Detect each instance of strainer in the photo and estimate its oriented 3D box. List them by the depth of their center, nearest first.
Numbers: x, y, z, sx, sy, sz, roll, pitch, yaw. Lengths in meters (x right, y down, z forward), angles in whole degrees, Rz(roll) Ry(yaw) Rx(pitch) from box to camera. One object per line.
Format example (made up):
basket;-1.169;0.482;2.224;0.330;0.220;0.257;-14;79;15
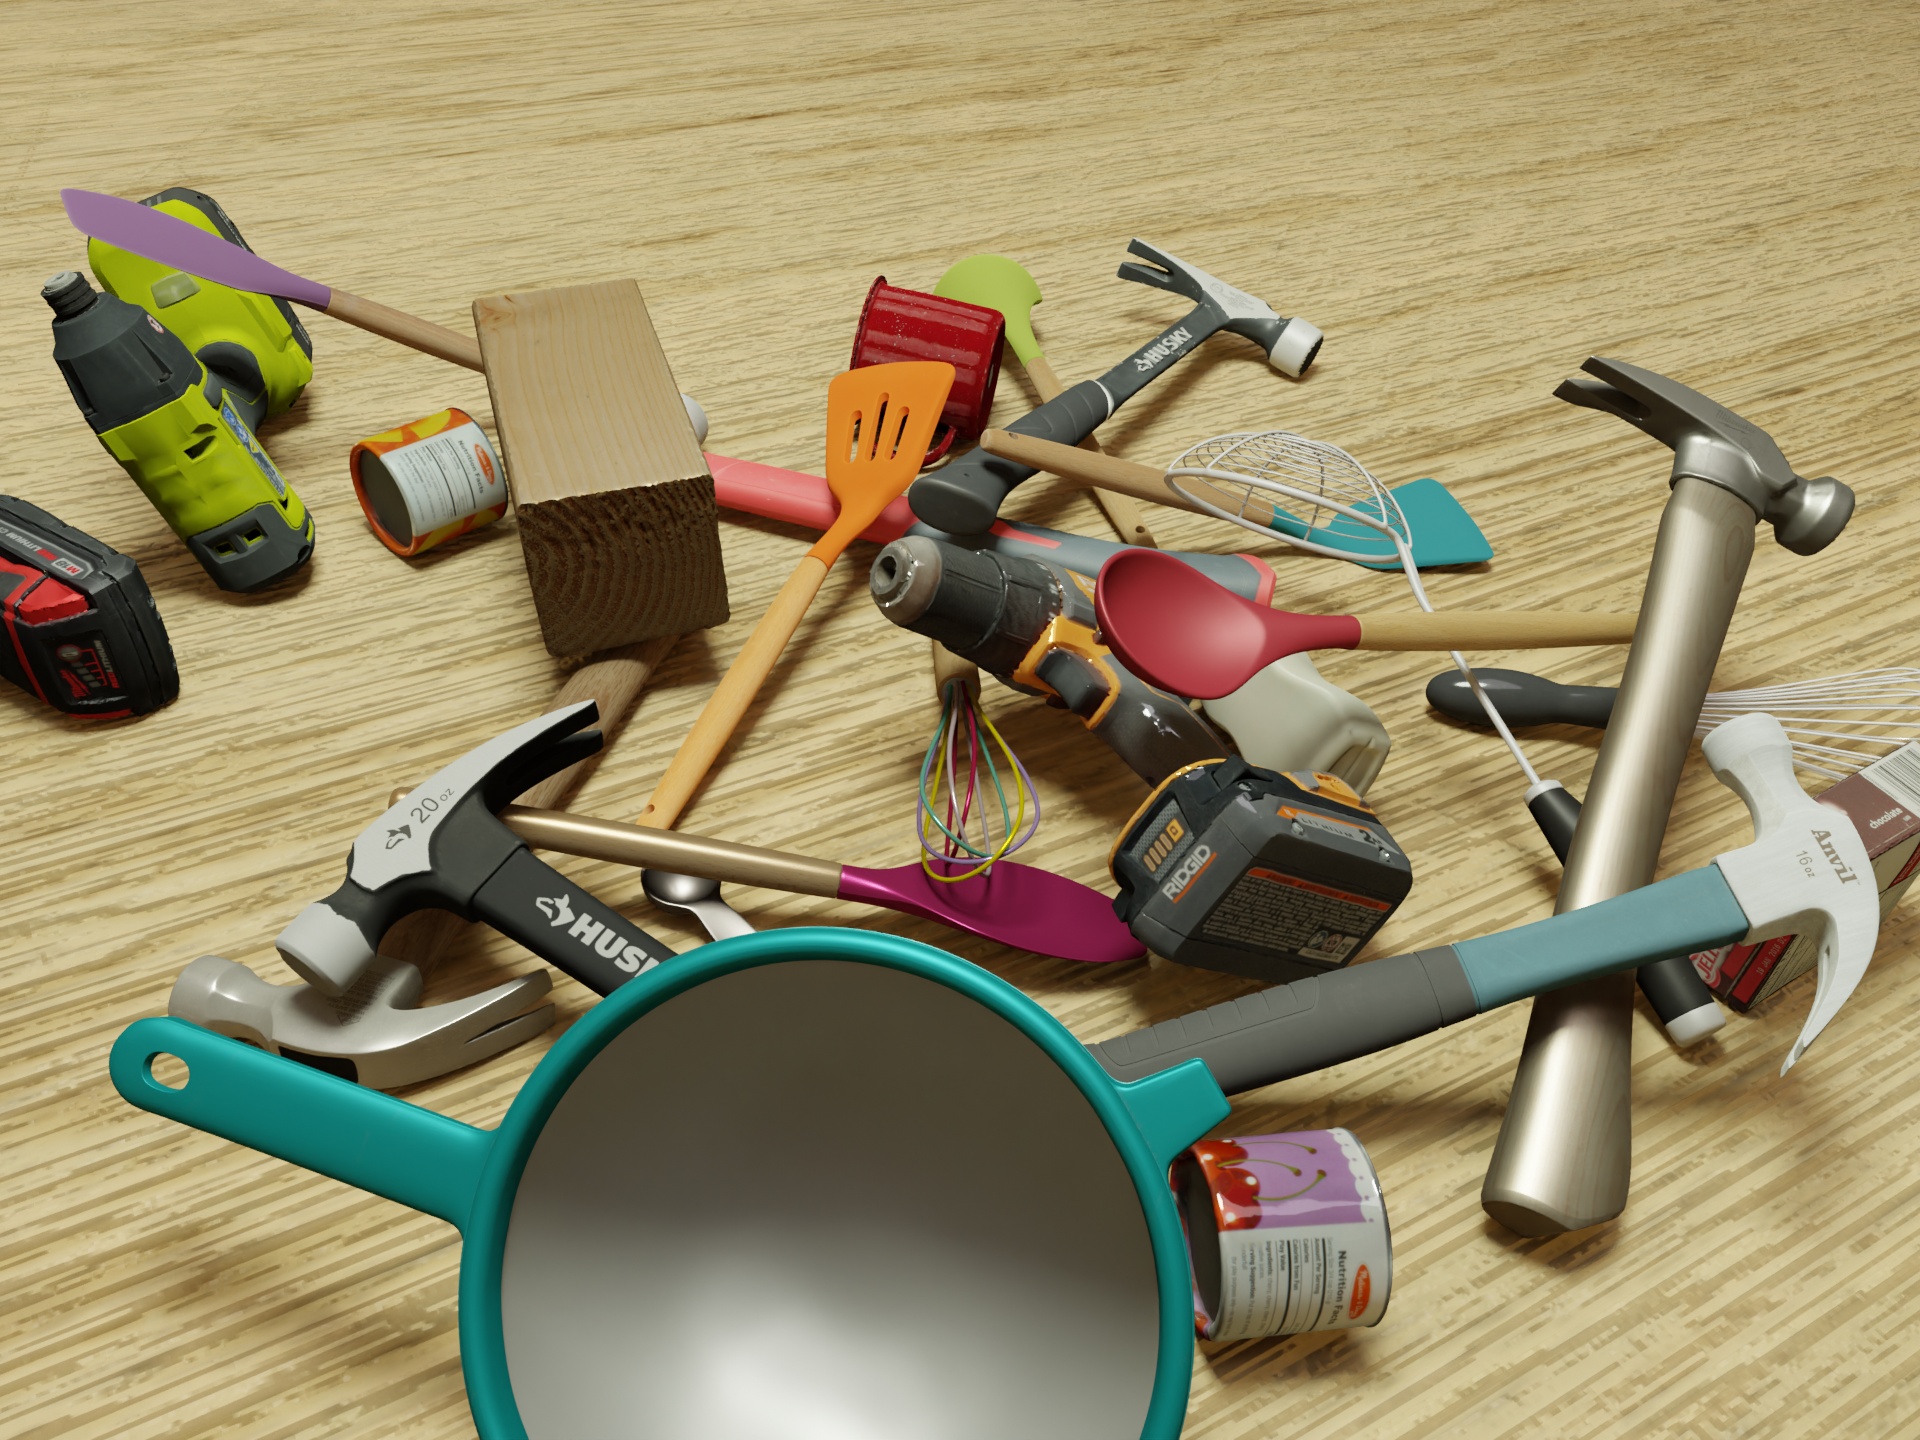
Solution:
strainer;-0.095;0.151;0.497;0.340;0.211;0.095;15;-3;12

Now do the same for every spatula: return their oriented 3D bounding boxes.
spatula;-0.087;-0.068;0.794;0.081;0.041;0.323;2;47;29
spatula;-0.329;-0.226;0.881;0.315;0.018;0.060;13;33;-49
spatula;0.156;-0.130;0.892;0.317;0.044;0.082;9;39;-27

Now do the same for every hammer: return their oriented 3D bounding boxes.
hammer;-0.074;0.116;0.580;0.335;0.035;0.146;30;59;14
hammer;0.173;0.099;0.592;0.331;0.033;0.128;-17;57;2
hammer;0.278;0.016;0.672;0.146;0.038;0.411;29;61;-2
hammer;-0.192;0.030;0.712;0.130;0.031;0.331;14;40;10
hammer;-0.021;-0.098;0.879;0.386;0.038;0.143;14;42;10
hammer;0.088;-0.205;0.968;0.149;0.036;0.409;34;41;12

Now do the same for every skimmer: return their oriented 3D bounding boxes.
skimmer;0.216;0.000;0.749;0.127;0.090;0.364;20;39;-55

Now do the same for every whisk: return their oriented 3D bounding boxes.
whisk;-0.003;-0.002;0.749;0.051;0.047;0.245;21;27;-15
whisk;0.379;0.000;0.798;0.284;0.070;0.070;5;40;8

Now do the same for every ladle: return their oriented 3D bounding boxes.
ladle;0.190;-0.040;0.691;0.315;0.031;0.069;-2;64;-26
ladle;0.057;-0.201;1.017;0.078;0.062;0.321;-12;50;-14

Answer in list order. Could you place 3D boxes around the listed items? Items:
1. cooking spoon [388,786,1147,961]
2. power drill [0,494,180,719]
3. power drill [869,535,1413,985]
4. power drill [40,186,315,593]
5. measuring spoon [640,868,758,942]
cooking spoon;-0.076;0.063;0.665;0.319;0.017;0.069;11;25;-7
power drill;-0.467;-0.001;0.690;0.143;0.078;0.220;25;47;22
power drill;0.068;0.004;0.687;0.185;0.084;0.226;17;27;-40
power drill;-0.412;-0.190;0.847;0.080;0.171;0.223;-25;40;-2
measuring spoon;-0.091;0.098;0.660;0.034;0.018;0.124;-26;56;-34
